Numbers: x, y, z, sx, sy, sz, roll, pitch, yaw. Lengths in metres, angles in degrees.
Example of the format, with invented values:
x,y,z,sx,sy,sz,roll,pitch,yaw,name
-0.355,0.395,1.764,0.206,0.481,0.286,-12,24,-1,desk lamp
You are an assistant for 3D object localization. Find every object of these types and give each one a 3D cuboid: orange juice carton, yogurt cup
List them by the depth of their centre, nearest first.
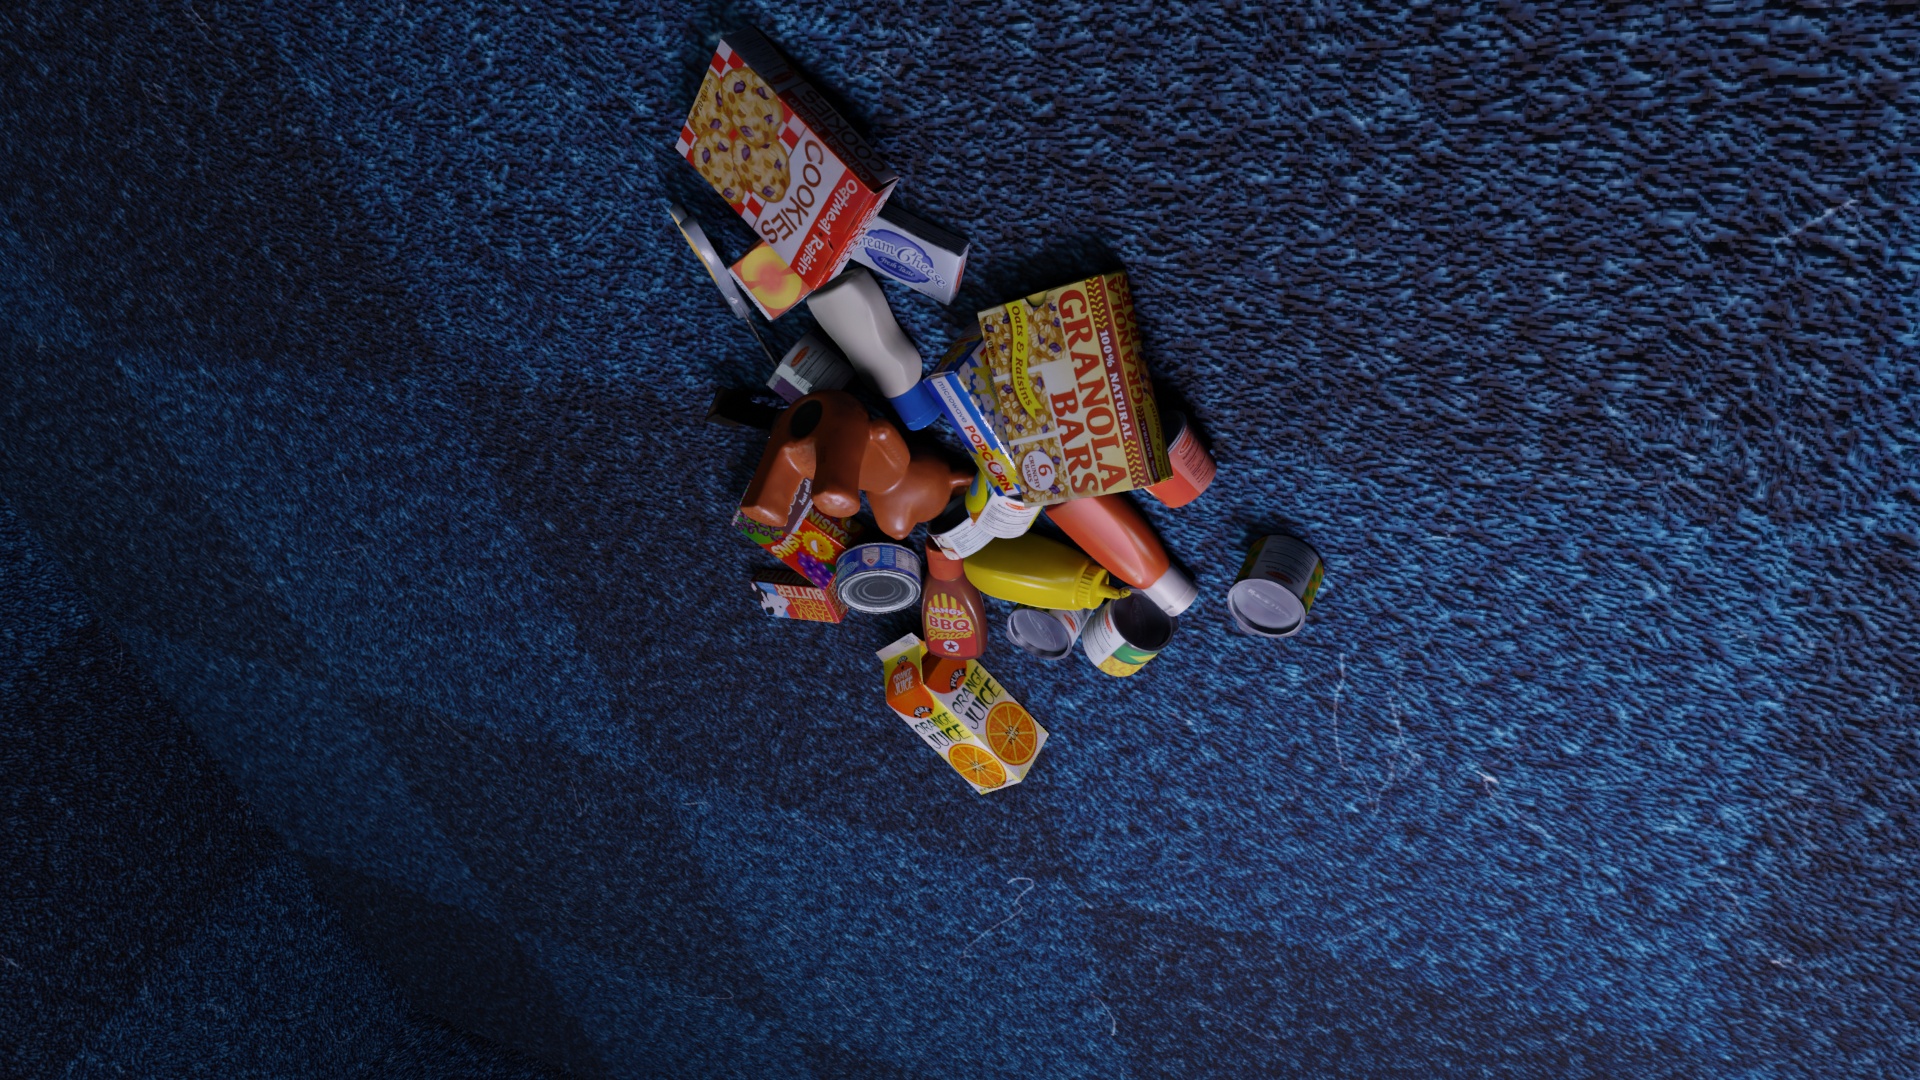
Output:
x,y,z,sx,sy,sz,roll,pitch,yaw,name
0.169,-0.064,1.119,0.054,0.073,0.072,43,140,-22,yogurt cup
-0.005,0.174,1.465,0.192,0.073,0.071,46,139,-12,orange juice carton

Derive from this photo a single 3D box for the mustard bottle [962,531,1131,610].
x,y,z,sx,sy,sz,roll,pitch,yaw,name
0.082,0.032,1.263,0.160,0.065,0.048,17,148,29,mustard bottle

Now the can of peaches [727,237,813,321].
x,y,z,sx,sy,sz,roll,pitch,yaw,name
-0.153,-0.230,1.175,0.071,0.071,0.058,-23,114,45,can of peaches

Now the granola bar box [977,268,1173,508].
x,y,z,sx,sy,sz,roll,pitch,yaw,name
0.088,-0.115,1.086,0.124,0.039,0.165,-10,96,40,granola bar box

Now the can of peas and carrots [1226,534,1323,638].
x,y,z,sx,sy,sz,roll,pitch,yaw,name
0.262,0.039,1.159,0.071,0.059,0.070,19,138,18,can of peas and carrots

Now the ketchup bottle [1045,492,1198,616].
x,y,z,sx,sy,sz,roll,pitch,yaw,name
0.145,0.005,1.218,0.148,0.044,0.064,44,143,-11,ketchup bottle

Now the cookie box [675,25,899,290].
x,y,z,sx,sy,sz,roll,pitch,yaw,name
-0.140,-0.298,1.094,0.167,0.040,0.122,46,140,2,cookie box

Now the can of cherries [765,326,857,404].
x,y,z,sx,sy,sz,roll,pitch,yaw,name
-0.131,-0.147,1.242,0.058,0.072,0.071,38,140,-5,can of cherries

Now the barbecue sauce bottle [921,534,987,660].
x,y,z,sx,sy,sz,roll,pitch,yaw,name
-0.009,0.053,1.371,0.065,0.044,0.147,6,133,13,barbecue sauce bottle

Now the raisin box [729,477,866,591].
x,y,z,sx,sy,sz,roll,pitch,yaw,name
-0.166,-0.014,1.417,0.123,0.040,0.085,36,139,1,raisin box

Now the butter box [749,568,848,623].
x,y,z,sx,sy,sz,roll,pitch,yaw,name
-0.175,0.060,1.508,0.103,0.024,0.053,3,132,33,butter box

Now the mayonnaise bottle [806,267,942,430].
x,y,z,sx,sy,sz,roll,pitch,yaw,name
-0.069,-0.163,1.202,0.064,0.041,0.147,-11,124,42,mayonnaise bottle

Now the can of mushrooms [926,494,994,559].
x,y,z,sx,sy,sz,roll,pitch,yaw,name
0.005,-0.016,1.278,0.071,0.071,0.033,-16,120,43,can of mushrooms

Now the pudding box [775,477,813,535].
x,y,z,sx,sy,sz,roll,pitch,yaw,name
-0.163,-0.054,1.351,0.050,0.030,0.083,33,103,2,pudding box

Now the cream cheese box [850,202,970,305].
x,y,z,sx,sy,sz,roll,pitch,yaw,name
-0.045,-0.237,1.124,0.104,0.024,0.053,27,138,9,cream cheese box

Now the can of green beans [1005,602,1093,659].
x,y,z,sx,sy,sz,roll,pitch,yaw,name
0.085,0.069,1.311,0.071,0.058,0.071,19,138,18,can of green beans

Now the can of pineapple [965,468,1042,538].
x,y,z,sx,sy,sz,roll,pitch,yaw,name
0.043,-0.045,1.223,0.071,0.071,0.057,33,141,2,can of pineapple

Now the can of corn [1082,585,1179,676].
x,y,z,sx,sy,sz,roll,pitch,yaw,name
0.155,0.084,1.273,0.071,0.071,0.058,36,141,-2,can of corn

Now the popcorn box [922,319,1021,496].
x,y,z,sx,sy,sz,roll,pitch,yaw,name
0.033,-0.111,1.147,0.038,0.085,0.126,-10,123,42,popcorn box
